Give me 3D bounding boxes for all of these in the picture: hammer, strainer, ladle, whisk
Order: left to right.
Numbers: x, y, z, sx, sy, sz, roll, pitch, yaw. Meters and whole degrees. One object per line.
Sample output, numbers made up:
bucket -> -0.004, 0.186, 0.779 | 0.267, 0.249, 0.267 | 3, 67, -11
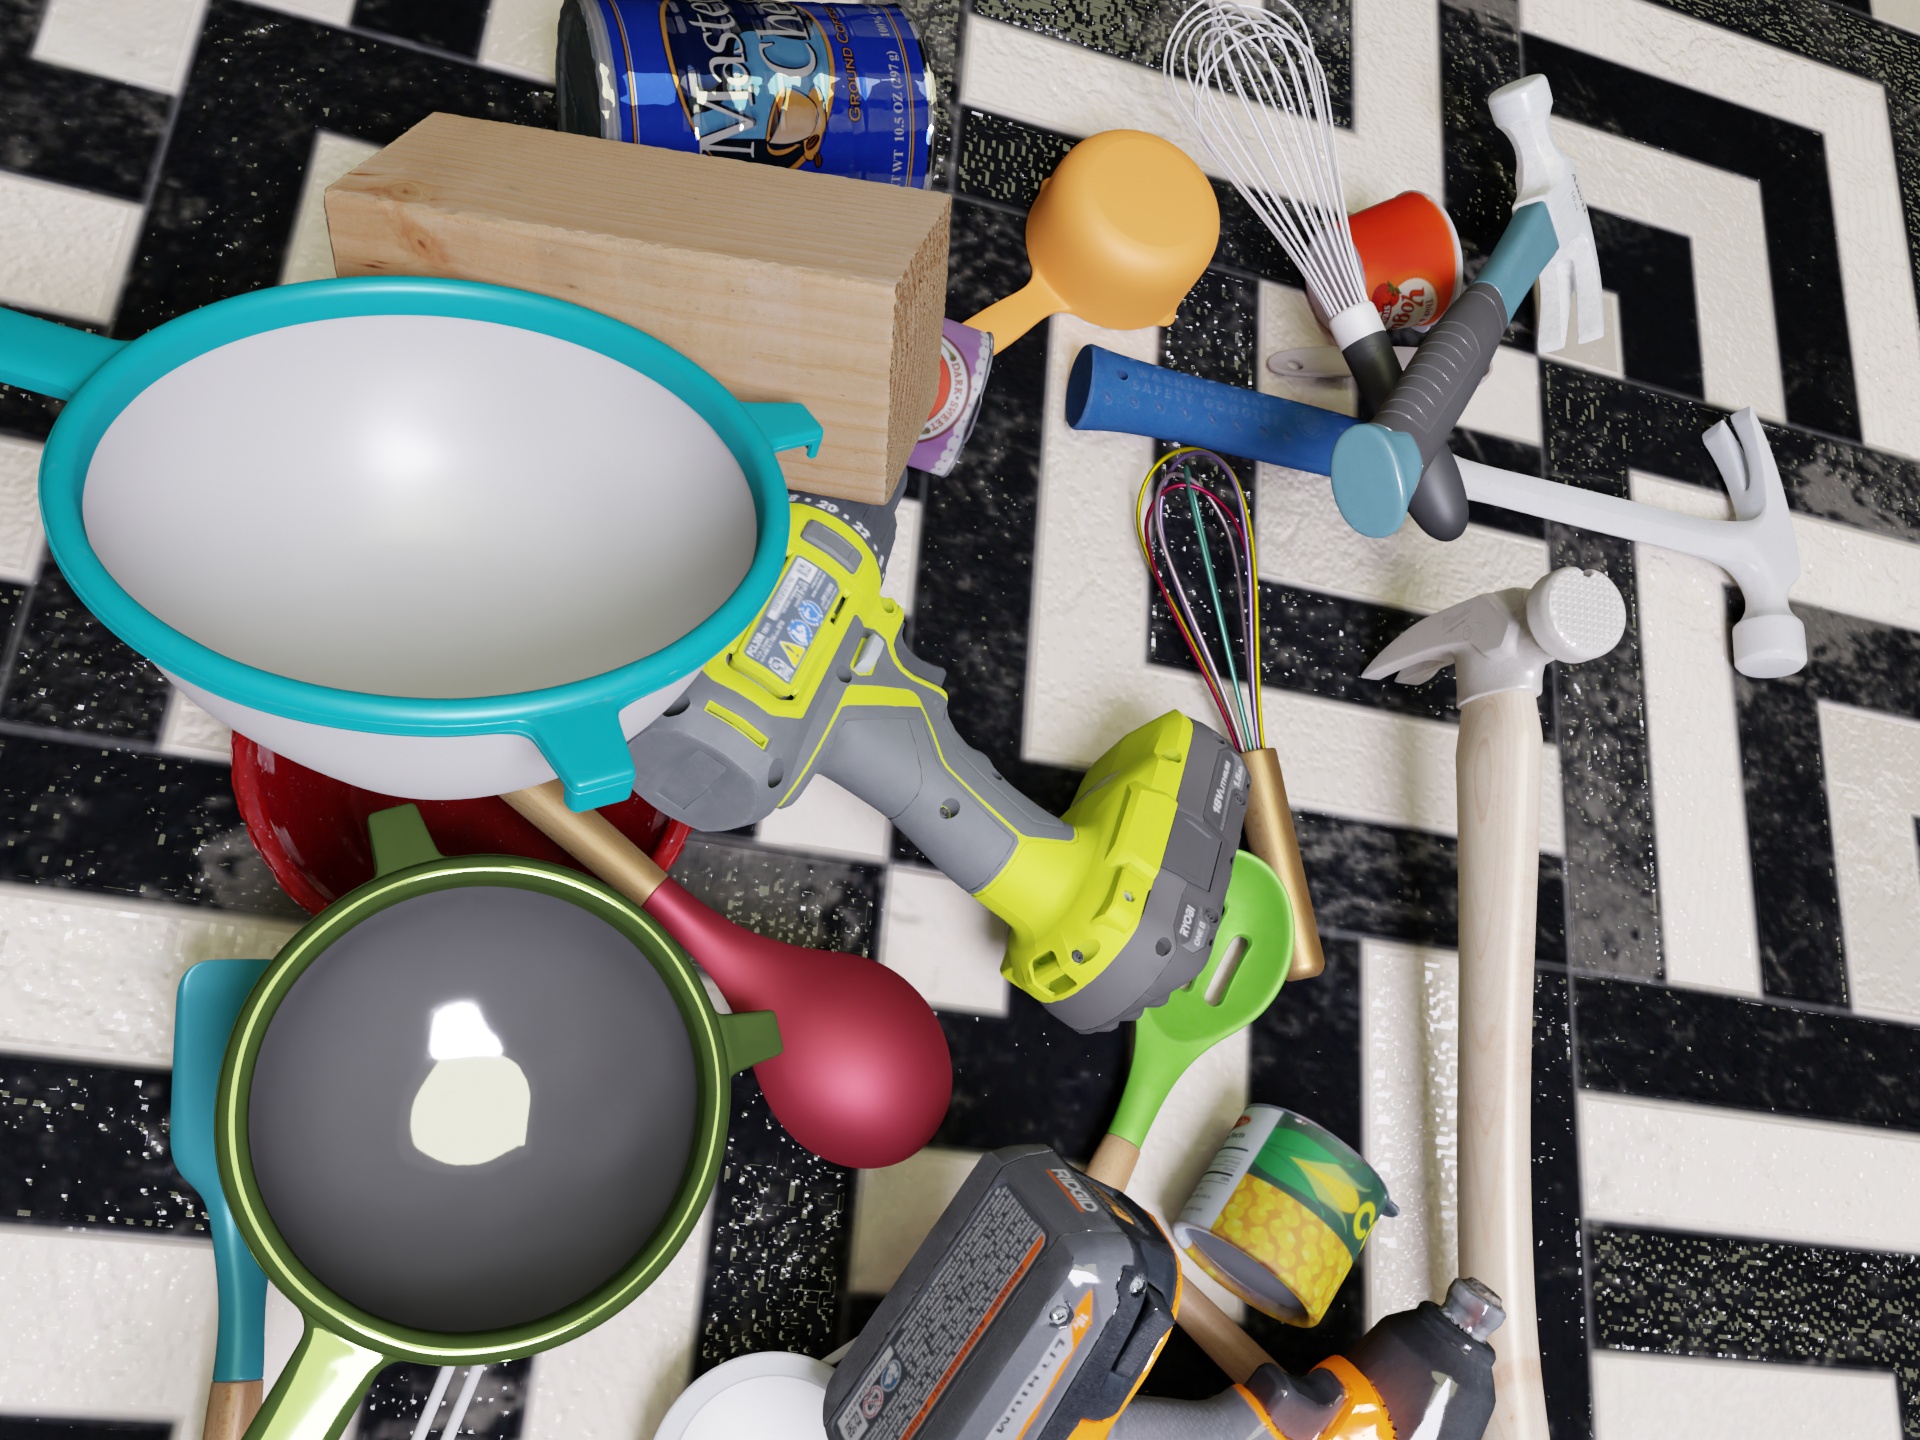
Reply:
strainer -> -0.226, -0.065, 0.505 | 0.340, 0.095, 0.211 | 17, 43, 1
strainer -> -0.175, 0.165, 0.482 | 0.151, 0.069, 0.256 | 32, 64, -12
ladle -> -0.126, 0.042, 0.553 | 0.315, 0.031, 0.069 | 40, 62, -1
strainer -> -0.107, 0.310, 0.526 | 0.087, 0.050, 0.258 | 40, 70, 3
whisk -> 0.122, -0.006, 0.712 | 0.047, 0.051, 0.245 | -11, 80, 0
whisk -> 0.172, -0.214, 0.749 | 0.070, 0.070, 0.284 | -21, 86, -24
hammer -> 0.247, -0.126, 0.793 | 0.405, 0.035, 0.144 | 10, 70, -16
hammer -> 0.237, -0.184, 0.732 | 0.331, 0.033, 0.128 | -50, 120, -41
hammer -> 0.214, 0.151, 0.654 | 0.038, 0.146, 0.411 | 7, 77, -16

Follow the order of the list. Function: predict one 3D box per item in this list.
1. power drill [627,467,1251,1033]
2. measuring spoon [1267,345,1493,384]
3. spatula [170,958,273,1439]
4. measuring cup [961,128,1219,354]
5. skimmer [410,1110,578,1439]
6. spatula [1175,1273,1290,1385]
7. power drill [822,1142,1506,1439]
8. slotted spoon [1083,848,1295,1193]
power drill -> -0.001, -0.002, 0.619 | 0.228, 0.080, 0.191 | 35, 48, -14
measuring spoon -> 0.213, -0.179, 0.813 | 0.124, 0.018, 0.034 | -4, 56, -13
spatula -> -0.230, 0.238, 0.504 | 0.082, 0.044, 0.318 | 15, 68, -42
measuring cup -> 0.052, -0.215, 0.745 | 0.173, 0.052, 0.095 | -40, 88, -27
skimmer -> -0.198, 0.249, 0.497 | 0.127, 0.090, 0.364 | 53, 40, -36
spatula -> 0.181, 0.319, 0.632 | 0.316, 0.018, 0.060 | 44, 60, -2
power drill -> 0.086, 0.232, 0.542 | 0.226, 0.084, 0.164 | 35, 90, -27
slotted spoon -> 0.051, 0.188, 0.627 | 0.070, 0.031, 0.314 | 31, 67, -2
